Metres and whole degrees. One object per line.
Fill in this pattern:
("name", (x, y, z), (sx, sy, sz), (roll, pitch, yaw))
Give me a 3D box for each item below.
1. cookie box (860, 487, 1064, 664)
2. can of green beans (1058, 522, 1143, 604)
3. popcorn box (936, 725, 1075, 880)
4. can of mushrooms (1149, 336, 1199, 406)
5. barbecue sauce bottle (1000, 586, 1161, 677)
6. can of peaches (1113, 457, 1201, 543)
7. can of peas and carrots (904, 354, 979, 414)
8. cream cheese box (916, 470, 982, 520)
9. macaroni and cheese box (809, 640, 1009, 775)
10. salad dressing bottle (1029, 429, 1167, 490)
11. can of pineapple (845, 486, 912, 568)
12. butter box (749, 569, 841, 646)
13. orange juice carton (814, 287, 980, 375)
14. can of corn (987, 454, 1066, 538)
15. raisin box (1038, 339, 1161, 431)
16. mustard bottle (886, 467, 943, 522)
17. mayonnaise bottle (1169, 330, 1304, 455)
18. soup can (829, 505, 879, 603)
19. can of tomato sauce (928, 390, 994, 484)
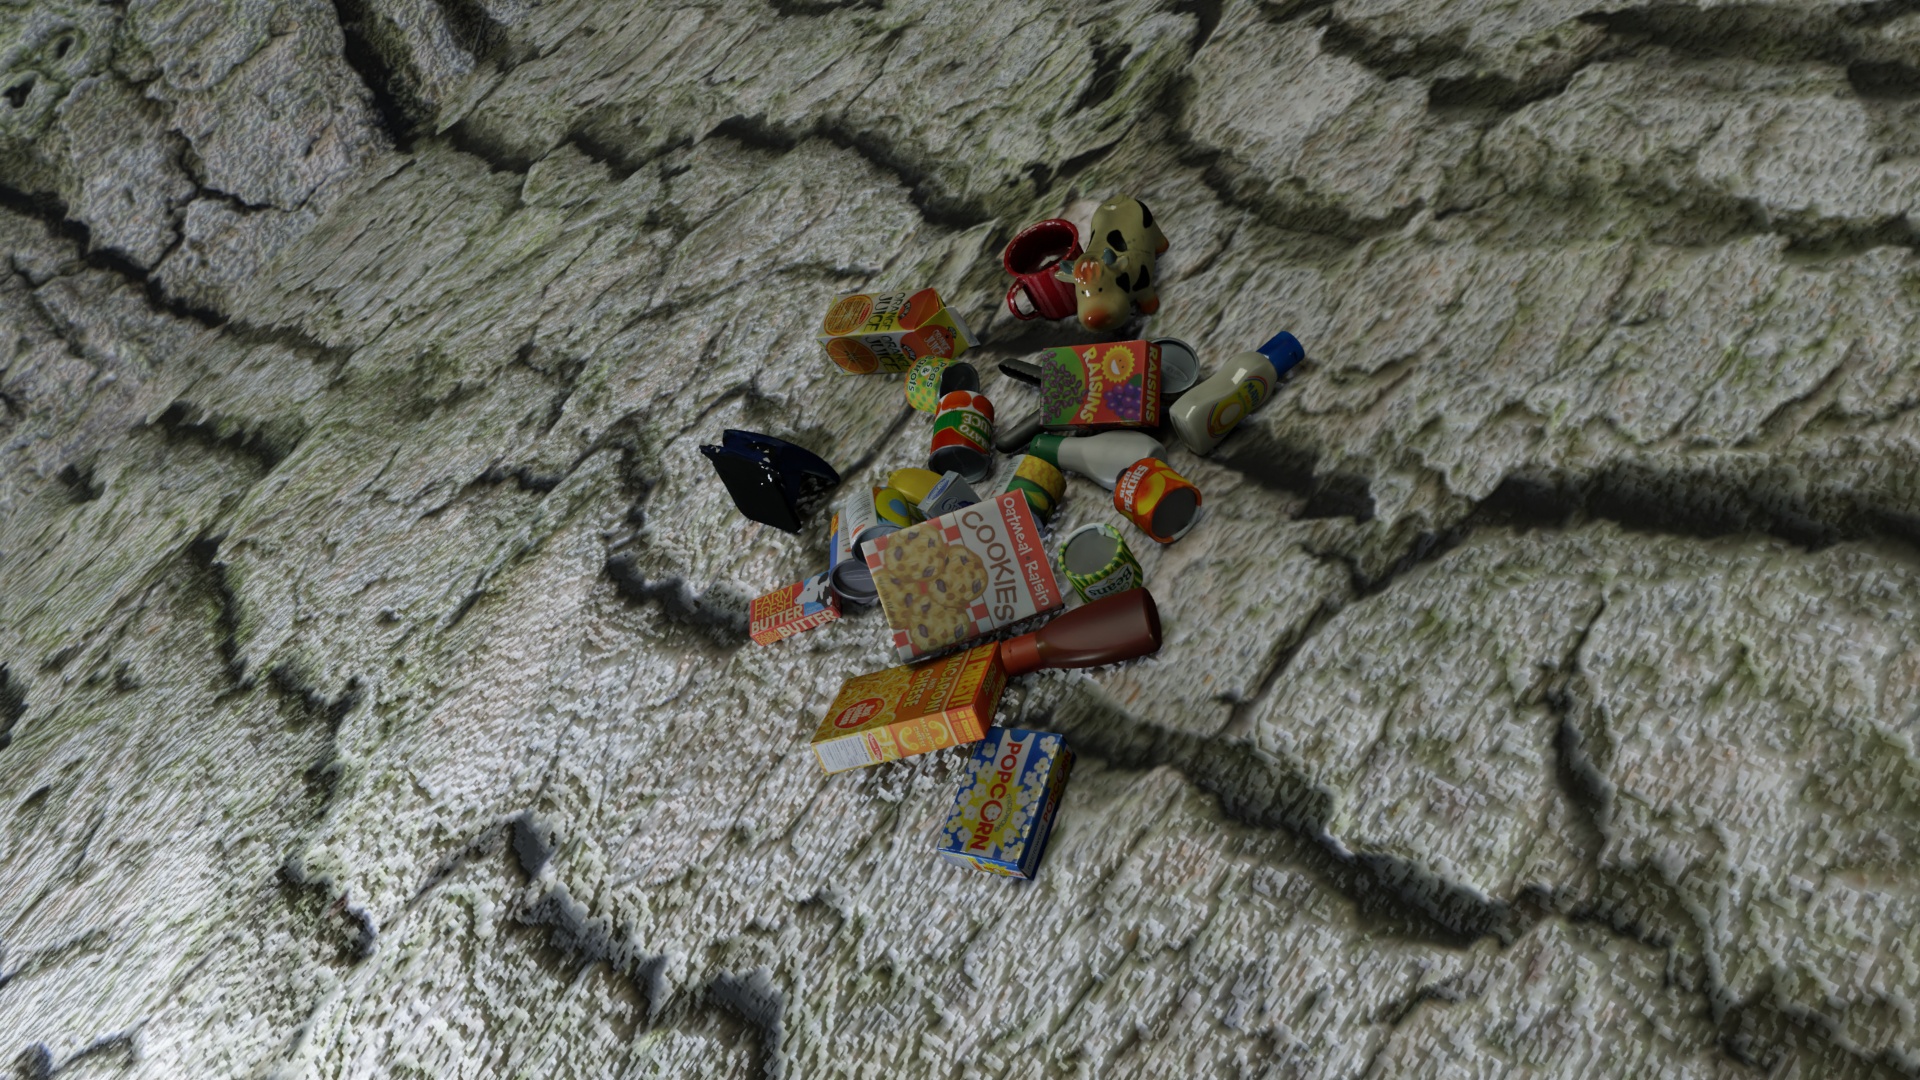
("cookie box", (0.003, 0.035, 1.352), (0.167, 0.040, 0.123), (-19, 80, -2))
("can of green beans", (0.134, 0.025, 1.333), (0.071, 0.057, 0.071), (-17, 48, 19))
("popcorn box", (0.042, 0.231, 1.233), (0.085, 0.038, 0.127), (2, 56, 34))
("can of mushrooms", (0.213, -0.174, 1.449), (0.071, 0.033, 0.071), (0, 69, 0))
("barbecue sauce bottle", (0.112, 0.092, 1.302), (0.148, 0.043, 0.065), (-18, 47, 19))
("can of peaches", (0.190, -0.039, 1.344), (0.071, 0.071, 0.058), (-41, 46, -5))
("can of peas and carrots", (-0.023, -0.177, 1.587), (0.059, 0.070, 0.071), (18, 66, 41))
("cream cheese box", (0.005, -0.018, 1.413), (0.053, 0.103, 0.024), (-49, 34, -12))
("macaroni and cheese box", (-0.044, 0.158, 1.311), (0.166, 0.040, 0.124), (-15, 20, 19))
("salad dressing bottle", (0.140, -0.086, 1.433), (0.147, 0.044, 0.064), (11, 71, 38))
("can of pineapple", (-0.081, -0.012, 1.419), (0.071, 0.070, 0.058), (-24, 46, 13))
("butter box", (-0.179, 0.074, 1.508), (0.103, 0.024, 0.053), (-21, 46, 15))
("orange juice carton", (-0.073, -0.253, 1.680), (0.192, 0.071, 0.073), (1, 56, 32))
("can of corn", (0.071, -0.045, 1.427), (0.071, 0.071, 0.058), (11, 61, 37))
("raisin box", (0.144, -0.158, 1.432), (0.123, 0.040, 0.086), (0, 84, 37))
("mustard bottle", (-0.037, -0.045, 1.495), (0.049, 0.065, 0.160), (-45, 38, -14))
("mayonnaise bottle", (0.279, -0.152, 1.391), (0.148, 0.064, 0.041), (-39, 43, -8))
("soup can", (-0.106, 0.013, 1.484), (0.071, 0.071, 0.084), (-20, 43, 16))
("can of tomato sauce", (0.004, -0.113, 1.521), (0.071, 0.071, 0.083), (-12, 49, 23))
